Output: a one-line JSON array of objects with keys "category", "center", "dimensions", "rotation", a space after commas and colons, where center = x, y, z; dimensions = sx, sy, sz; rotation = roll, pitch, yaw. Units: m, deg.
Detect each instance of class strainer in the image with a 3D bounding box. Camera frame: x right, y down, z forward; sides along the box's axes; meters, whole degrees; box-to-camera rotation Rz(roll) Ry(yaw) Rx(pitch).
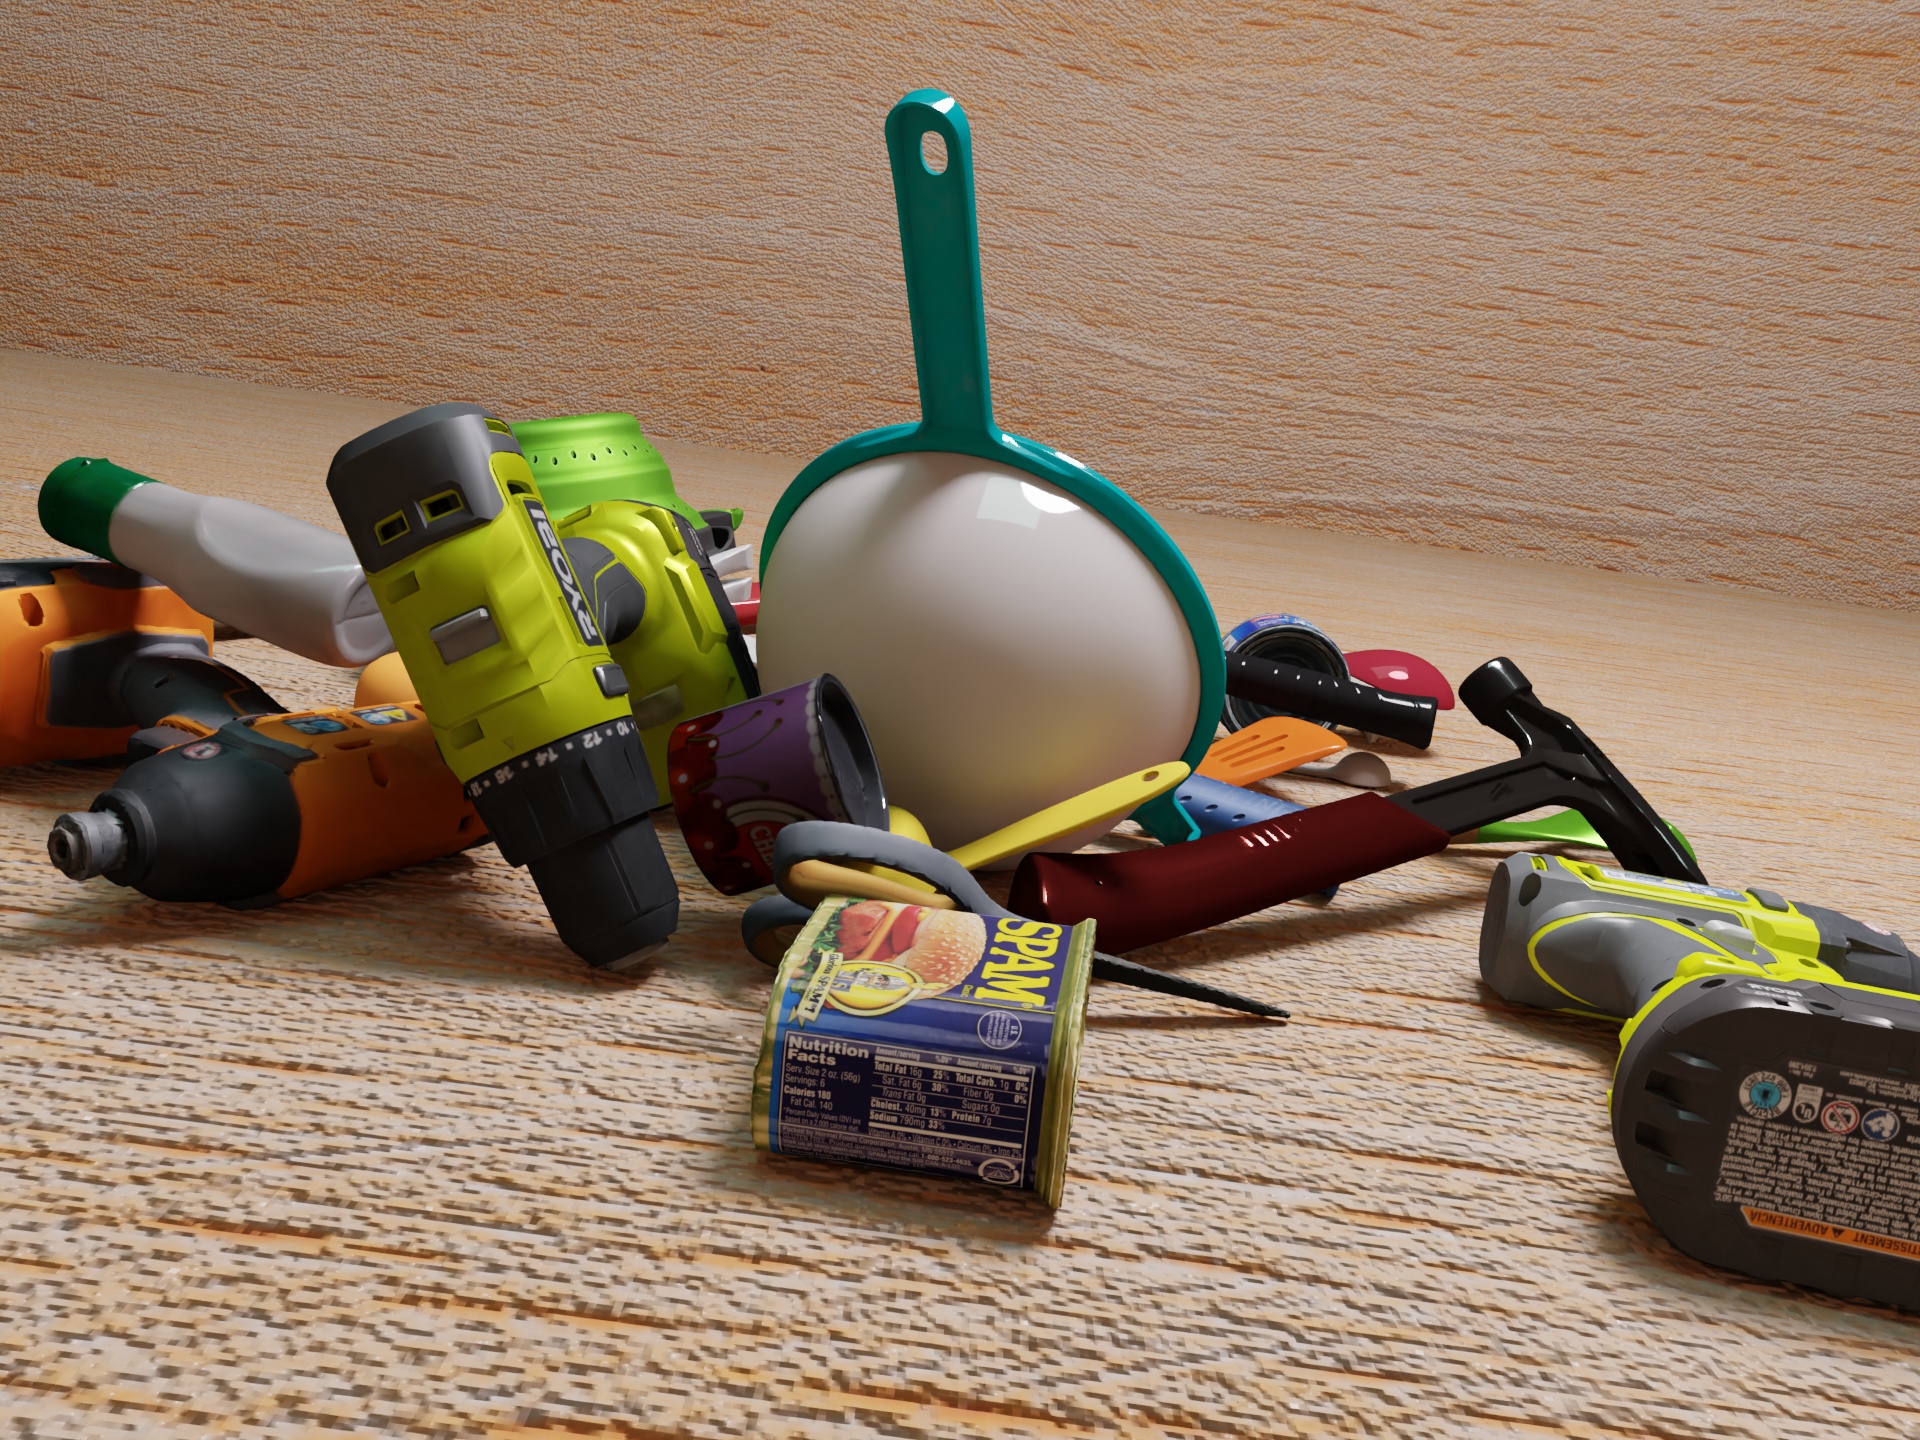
[{"category": "strainer", "center": [-0.010, -0.056, 0.610], "dimensions": [0.211, 0.340, 0.095], "rotation": [11, 44, 19]}]

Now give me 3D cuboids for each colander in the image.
[{"category": "colander", "center": [-0.224, -0.148, 1.020], "dimensions": [0.204, 0.094, 0.397], "rotation": [-4, 11, 13]}]

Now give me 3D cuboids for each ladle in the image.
[{"category": "ladle", "center": [0.181, -0.052, 1.095], "dimensions": [0.315, 0.031, 0.069], "rotation": [12, 16, 22]}]

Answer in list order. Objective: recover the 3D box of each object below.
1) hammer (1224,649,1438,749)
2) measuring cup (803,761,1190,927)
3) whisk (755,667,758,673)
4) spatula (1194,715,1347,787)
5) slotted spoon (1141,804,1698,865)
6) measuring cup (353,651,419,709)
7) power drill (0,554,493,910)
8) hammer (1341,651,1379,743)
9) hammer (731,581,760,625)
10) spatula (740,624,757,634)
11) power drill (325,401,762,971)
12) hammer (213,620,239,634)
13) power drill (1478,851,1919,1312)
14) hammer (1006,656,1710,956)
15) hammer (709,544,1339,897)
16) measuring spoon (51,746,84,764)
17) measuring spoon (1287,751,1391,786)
[{"category": "hammer", "center": [0.123, -0.034, 0.912], "dimensions": [0.334, 0.035, 0.146], "rotation": [14, -7, -13]}, {"category": "measuring cup", "center": [0.008, 0.036, 0.590], "dimensions": [0.156, 0.029, 0.062], "rotation": [-22, 23, 6]}, {"category": "whisk", "center": [-0.026, -0.034, 0.979], "dimensions": [0.284, 0.070, 0.070], "rotation": [1, 14, -7]}, {"category": "spatula", "center": [0.043, 0.015, 0.839], "dimensions": [0.322, 0.041, 0.081], "rotation": [3, 11, -16]}, {"category": "slotted spoon", "center": [0.241, 0.055, 0.817], "dimensions": [0.313, 0.031, 0.070], "rotation": [3, 14, -14]}, {"category": "measuring cup", "center": [-0.192, -0.002, 0.741], "dimensions": [0.173, 0.052, 0.095], "rotation": [-1, 15, -25]}, {"category": "power drill", "center": [-0.302, 0.004, 0.592], "dimensions": [0.227, 0.084, 0.164], "rotation": [20, 17, 26]}, {"category": "hammer", "center": [0.095, -0.043, 1.136], "dimensions": [0.410, 0.038, 0.146], "rotation": [8, 14, 3]}, {"category": "hammer", "center": [-0.152, -0.081, 1.029], "dimensions": [0.386, 0.038, 0.143], "rotation": [-9, 33, -33]}, {"category": "spatula", "center": [-0.144, -0.064, 1.060], "dimensions": [0.315, 0.018, 0.060], "rotation": [-4, 31, -25]}, {"category": "power drill", "center": [-0.139, -0.012, 0.609], "dimensions": [0.080, 0.190, 0.228], "rotation": [-23, 1, 5]}, {"category": "hammer", "center": [-0.376, -0.074, 0.996], "dimensions": [0.130, 0.031, 0.331], "rotation": [14, 15, 28]}, {"category": "power drill", "center": [0.276, 0.103, 0.524], "dimensions": [0.171, 0.080, 0.223], "rotation": [10, 10, 9]}, {"category": "hammer", "center": [0.170, 0.057, 0.672], "dimensions": [0.359, 0.036, 0.149], "rotation": [-11, 56, -36]}, {"category": "hammer", "center": [-0.001, -0.003, 0.796], "dimensions": [0.406, 0.035, 0.144], "rotation": [19, 34, 21]}, {"category": "measuring spoon", "center": [-0.383, -0.001, 0.720], "dimensions": [0.042, 0.021, 0.129], "rotation": [17, 20, -12]}, {"category": "measuring spoon", "center": [0.197, 0.020, 0.957], "dimensions": [0.124, 0.018, 0.034], "rotation": [9, 13, 10]}]
